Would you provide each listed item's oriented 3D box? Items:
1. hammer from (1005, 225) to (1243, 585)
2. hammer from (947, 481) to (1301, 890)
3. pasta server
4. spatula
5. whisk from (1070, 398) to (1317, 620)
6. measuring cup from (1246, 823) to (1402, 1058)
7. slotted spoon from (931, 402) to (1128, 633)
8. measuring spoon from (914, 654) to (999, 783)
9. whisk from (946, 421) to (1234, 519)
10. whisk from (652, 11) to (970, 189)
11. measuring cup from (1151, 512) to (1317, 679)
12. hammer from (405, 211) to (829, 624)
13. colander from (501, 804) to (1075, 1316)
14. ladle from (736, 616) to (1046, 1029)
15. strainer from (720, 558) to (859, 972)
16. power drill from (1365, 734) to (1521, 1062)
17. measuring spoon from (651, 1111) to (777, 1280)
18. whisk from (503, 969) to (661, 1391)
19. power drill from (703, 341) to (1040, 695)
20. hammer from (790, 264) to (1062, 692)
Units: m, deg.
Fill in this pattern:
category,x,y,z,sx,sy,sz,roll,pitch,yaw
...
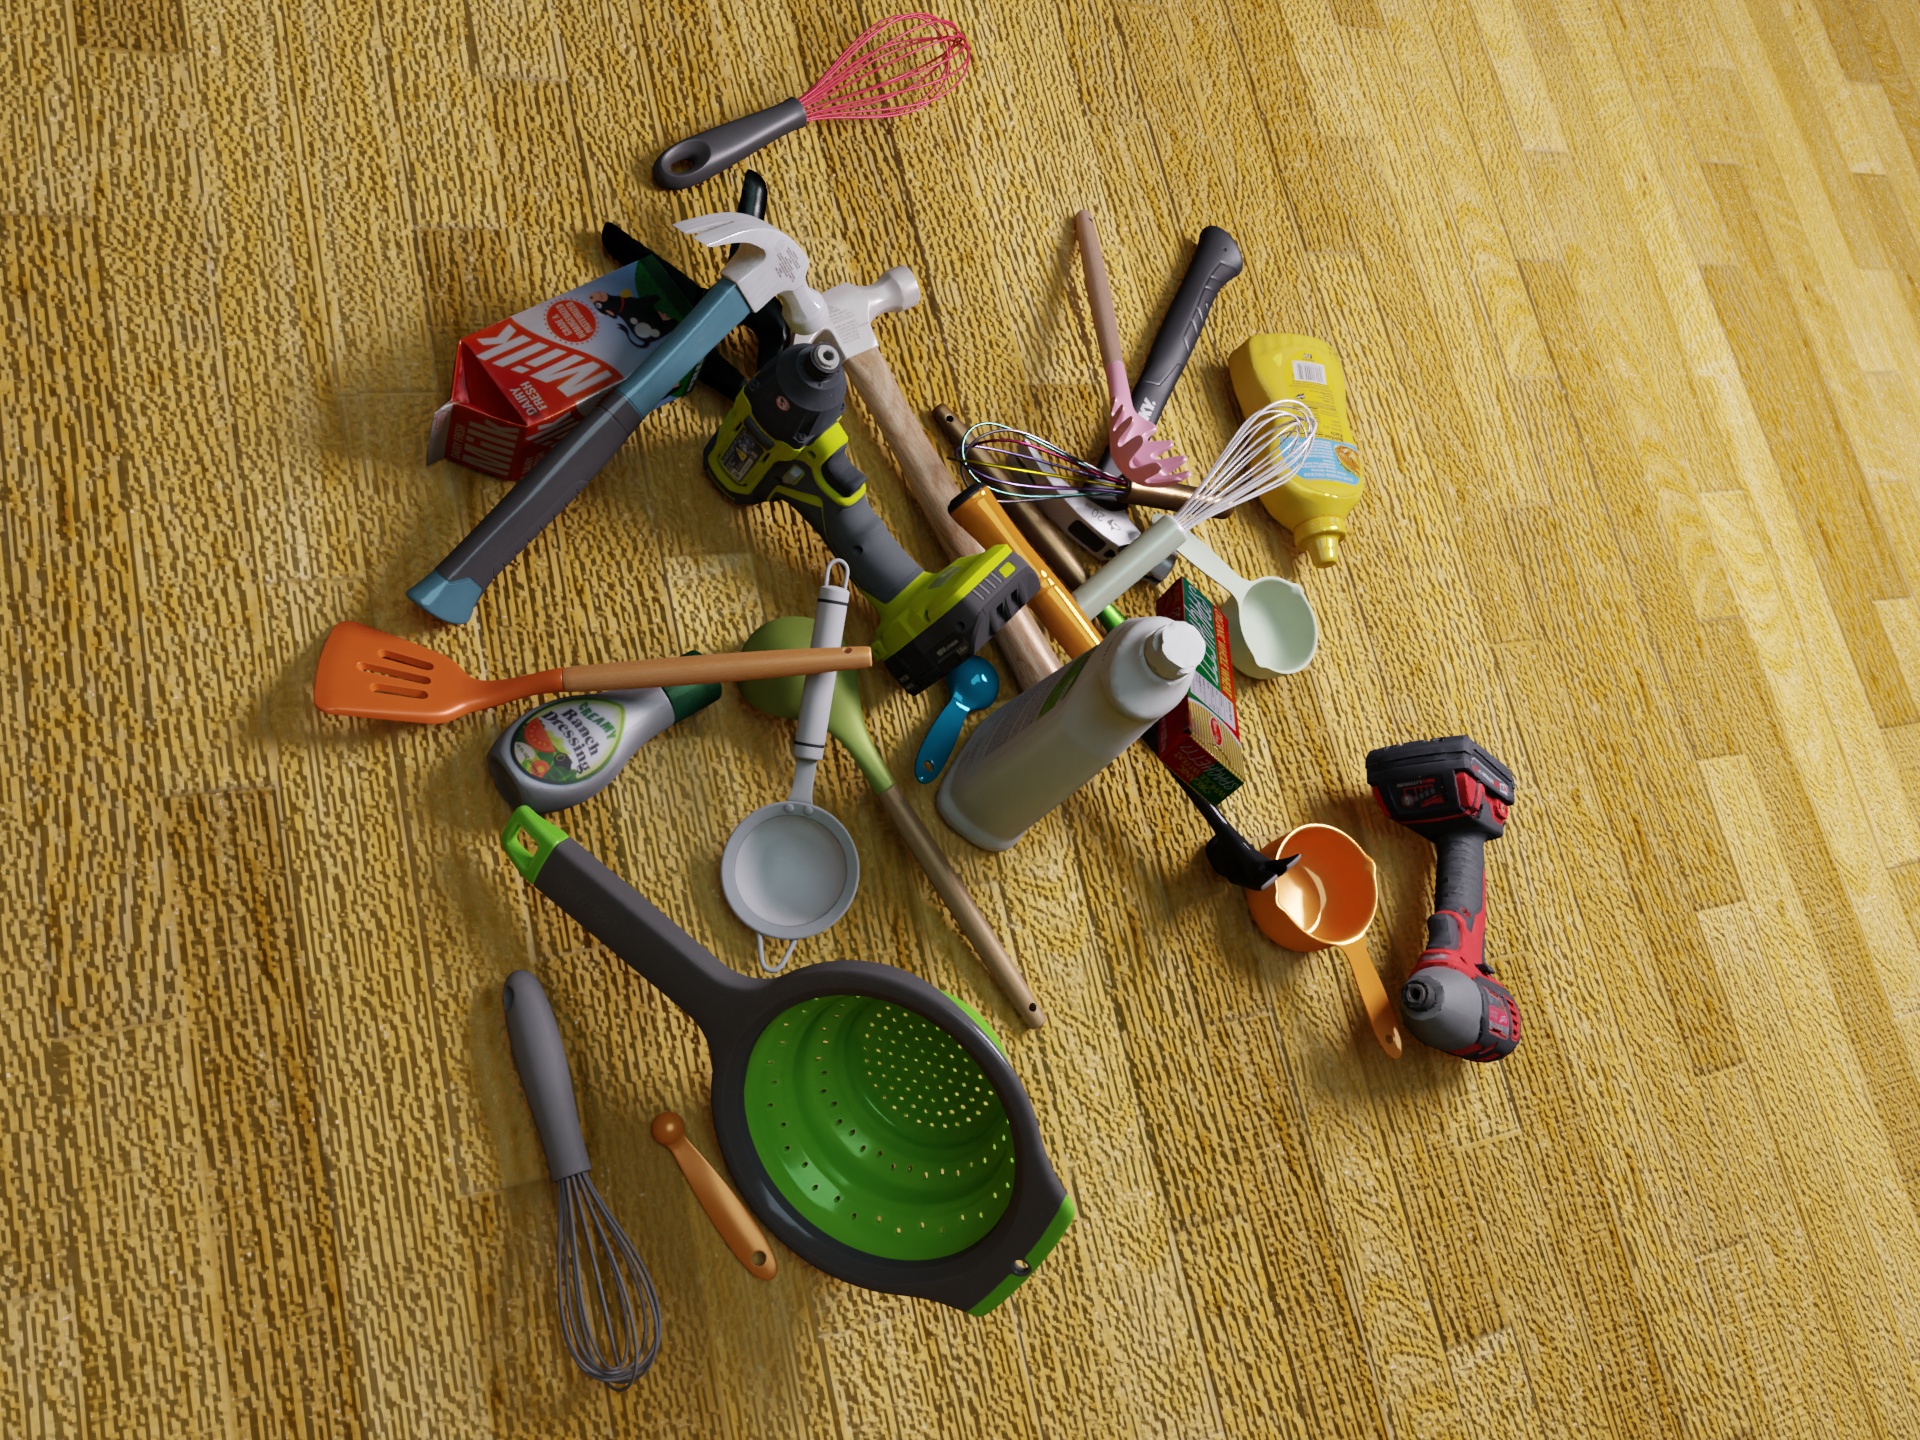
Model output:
category,x,y,z,sx,sy,sz,roll,pitch,yaw
hammer,0.151,-0.272,1.255,0.146,0.035,0.335,31,62,-12
hammer,0.105,-0.023,1.081,0.034,0.127,0.337,-38,93,-5
pasta server,0.118,-0.288,1.198,0.060,0.040,0.317,27,42,-37
spatula,-0.215,-0.033,0.954,0.322,0.041,0.081,-5,44,-4
whisk,0.161,-0.143,1.145,0.246,0.058,0.059,-40,124,-3
measuring cup,0.265,0.161,1.139,0.095,0.052,0.174,-17,81,-28
slotted spoon,0.083,-0.111,1.170,0.070,0.031,0.314,-39,88,-13
measuring spoon,-0.002,-0.003,1.074,0.042,0.021,0.129,38,43,-11
whisk,0.098,-0.174,1.151,0.244,0.047,0.051,5,72,-30
whisk,-0.107,-0.466,1.200,0.296,0.073,0.073,-35,88,-24
measuring cup,0.197,-0.096,1.200,0.167,0.038,0.083,39,62,-14
hammer,-0.216,-0.186,0.995,0.033,0.128,0.331,36,79,28
colander,-0.099,0.172,0.942,0.397,0.204,0.094,38,26,7
ladle,-0.040,0.070,1.048,0.078,0.062,0.320,-35,95,-30
strainer,-0.095,0.027,0.994,0.087,0.050,0.258,10,92,1
power drill,0.351,0.130,1.150,0.143,0.078,0.220,25,60,-48
measuring spoon,-0.143,0.279,0.931,0.021,0.011,0.117,-35,87,-10
whisk,-0.218,0.253,0.892,0.055,0.055,0.239,-12,73,-27
power drill,-0.061,-0.134,1.035,0.223,0.171,0.080,48,60,-6
hammer,-0.018,-0.160,1.133,0.130,0.031,0.331,-28,87,-21
